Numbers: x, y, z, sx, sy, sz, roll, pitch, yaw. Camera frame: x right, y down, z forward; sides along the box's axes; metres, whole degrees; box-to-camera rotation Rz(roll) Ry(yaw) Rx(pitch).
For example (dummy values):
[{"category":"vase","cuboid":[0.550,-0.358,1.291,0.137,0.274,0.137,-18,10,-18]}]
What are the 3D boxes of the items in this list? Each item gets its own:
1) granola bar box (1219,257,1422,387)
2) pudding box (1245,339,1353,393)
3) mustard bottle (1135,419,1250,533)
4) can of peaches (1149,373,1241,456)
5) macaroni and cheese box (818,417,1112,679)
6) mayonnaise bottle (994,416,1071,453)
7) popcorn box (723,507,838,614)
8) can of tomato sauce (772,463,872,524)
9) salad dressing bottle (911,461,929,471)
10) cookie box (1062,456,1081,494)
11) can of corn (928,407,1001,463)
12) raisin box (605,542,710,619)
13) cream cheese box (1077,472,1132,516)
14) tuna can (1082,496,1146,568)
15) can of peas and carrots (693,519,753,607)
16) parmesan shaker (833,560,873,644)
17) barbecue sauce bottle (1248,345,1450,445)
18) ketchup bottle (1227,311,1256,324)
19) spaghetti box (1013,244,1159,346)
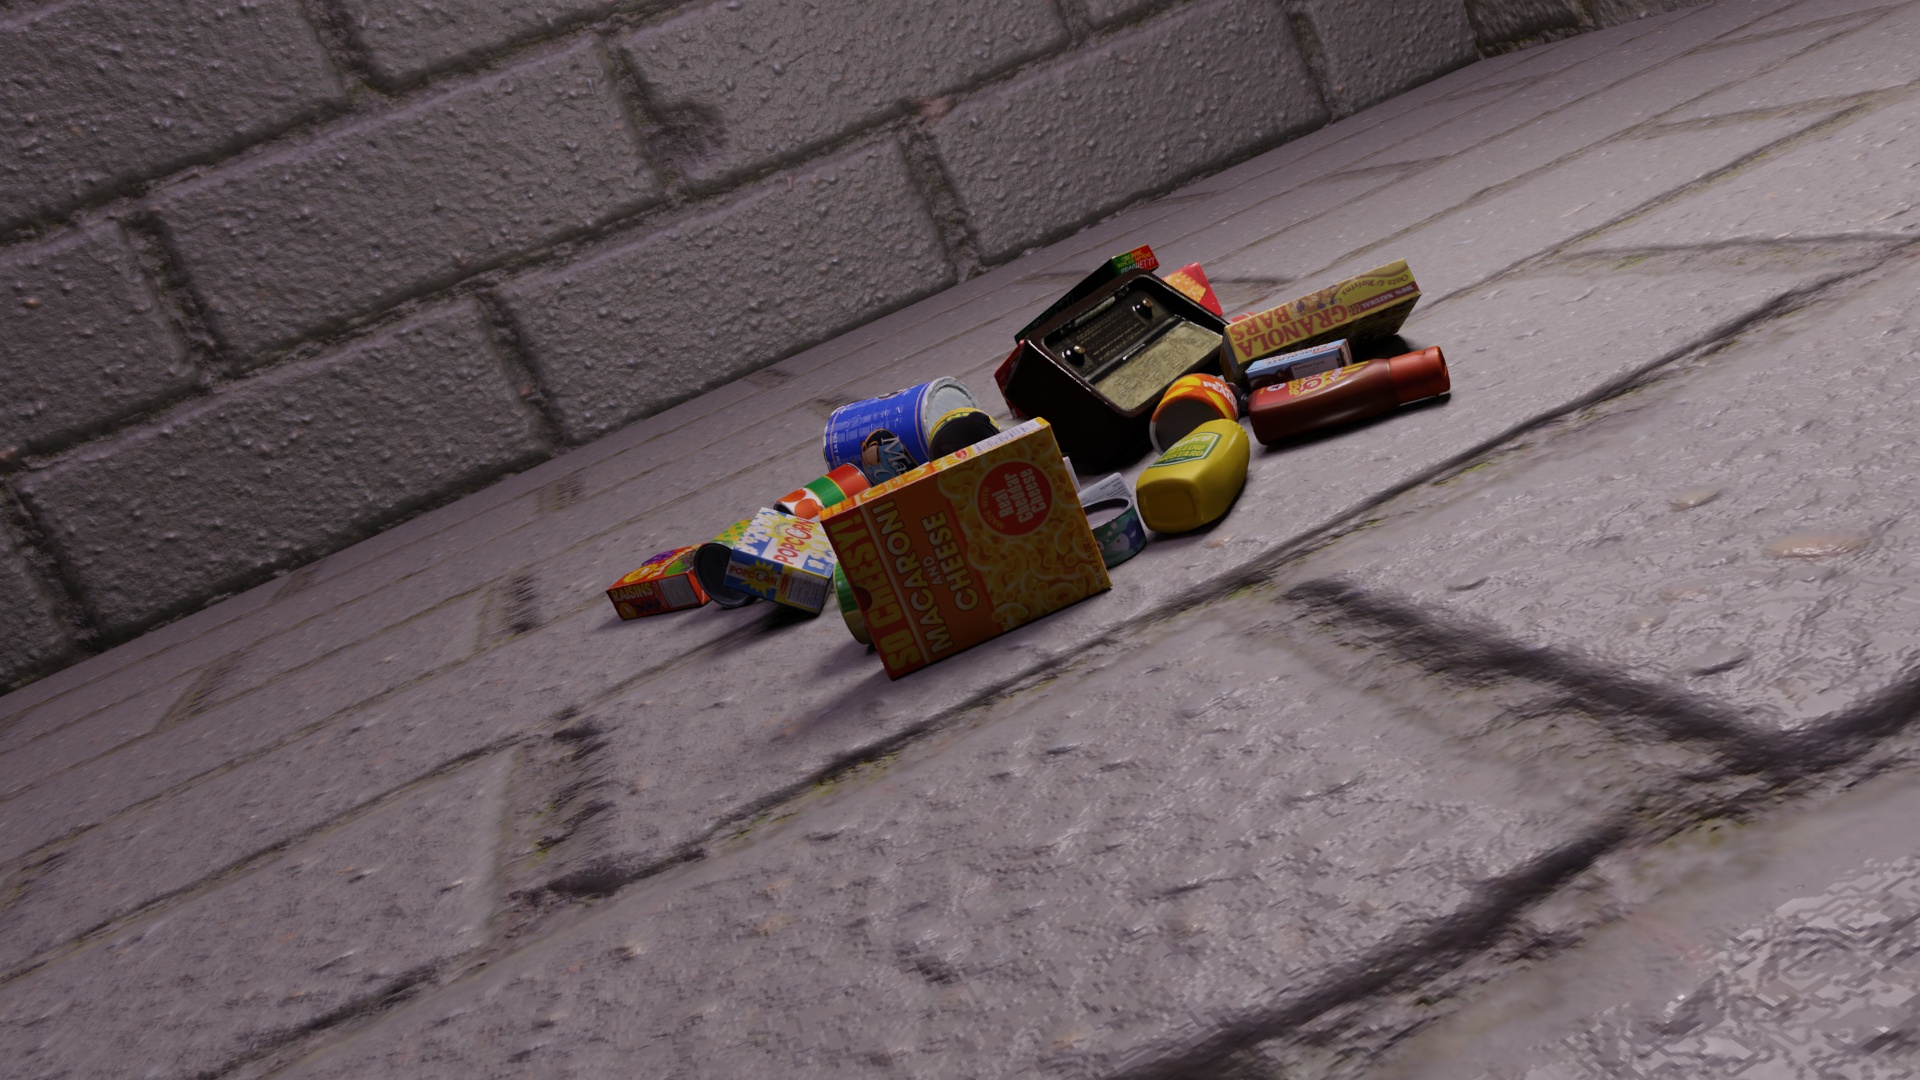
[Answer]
[{"category":"granola bar box","cuboid":[0.317,-0.189,1.245,0.165,0.039,0.124,-21,-10,5]},{"category":"pudding box","cuboid":[0.287,-0.133,1.164,0.083,0.049,0.030,-13,16,32]},{"category":"mustard bottle","cuboid":[0.184,-0.057,1.047,0.065,0.048,0.161,-8,20,32]},{"category":"can of peaches","cuboid":[0.194,-0.099,1.141,0.071,0.071,0.058,-15,17,25]},{"category":"macaroni and cheese box","cuboid":[0.003,0.005,0.947,0.166,0.123,0.040,-23,14,-2]},{"category":"mayonnaise bottle","cuboid":[0.060,-0.094,1.287,0.064,0.041,0.148,-2,6,40]},{"category":"popcorn box","cuboid":[-0.149,0.016,1.204,0.085,0.038,0.127,16,17,-2]},{"category":"can of tomato sauce","cuboid":[-0.132,-0.029,1.355,0.083,0.071,0.071,-30,17,-26]},{"category":"salad dressing bottle","cuboid":[-0.038,-0.046,1.333,0.148,0.044,0.064,-29,18,-21]},{"category":"cookie box","cuboid":[0.004,-0.015,1.170,0.123,0.040,0.168,-6,22,46]},{"category":"can of corn","cuboid":[0.006,-0.079,1.178,0.071,0.071,0.058,-22,13,3]},{"category":"raisin box","cuboid":[-0.281,0.038,1.392,0.123,0.040,0.086,-11,19,37]},{"category":"cream cheese box","cuboid":[0.080,-0.016,1.076,0.104,0.024,0.053,-30,-1,-28]},{"category":"tuna can","cuboid":[0.099,-0.003,1.013,0.071,0.032,0.071,-21,15,6]},{"category":"can of peas and carrots","cuboid":[-0.203,0.020,1.291,0.071,0.070,0.059,-12,17,33]},{"category":"parmesan shaker","cuboid":[-0.032,0.031,1.023,0.103,0.071,0.071,-18,15,12]},{"category":"barbecue sauce bottle","cuboid":[0.304,-0.115,1.089,0.148,0.043,0.065,-14,16,26]},{"category":"ketchup bottle","cuboid":[0.239,-0.188,1.429,0.149,0.043,0.065,-23,10,0]},{"category":"spaghetti box","cuboid":[0.130,-0.254,1.499,0.050,0.028,0.249,-24,-1,-24]}]
